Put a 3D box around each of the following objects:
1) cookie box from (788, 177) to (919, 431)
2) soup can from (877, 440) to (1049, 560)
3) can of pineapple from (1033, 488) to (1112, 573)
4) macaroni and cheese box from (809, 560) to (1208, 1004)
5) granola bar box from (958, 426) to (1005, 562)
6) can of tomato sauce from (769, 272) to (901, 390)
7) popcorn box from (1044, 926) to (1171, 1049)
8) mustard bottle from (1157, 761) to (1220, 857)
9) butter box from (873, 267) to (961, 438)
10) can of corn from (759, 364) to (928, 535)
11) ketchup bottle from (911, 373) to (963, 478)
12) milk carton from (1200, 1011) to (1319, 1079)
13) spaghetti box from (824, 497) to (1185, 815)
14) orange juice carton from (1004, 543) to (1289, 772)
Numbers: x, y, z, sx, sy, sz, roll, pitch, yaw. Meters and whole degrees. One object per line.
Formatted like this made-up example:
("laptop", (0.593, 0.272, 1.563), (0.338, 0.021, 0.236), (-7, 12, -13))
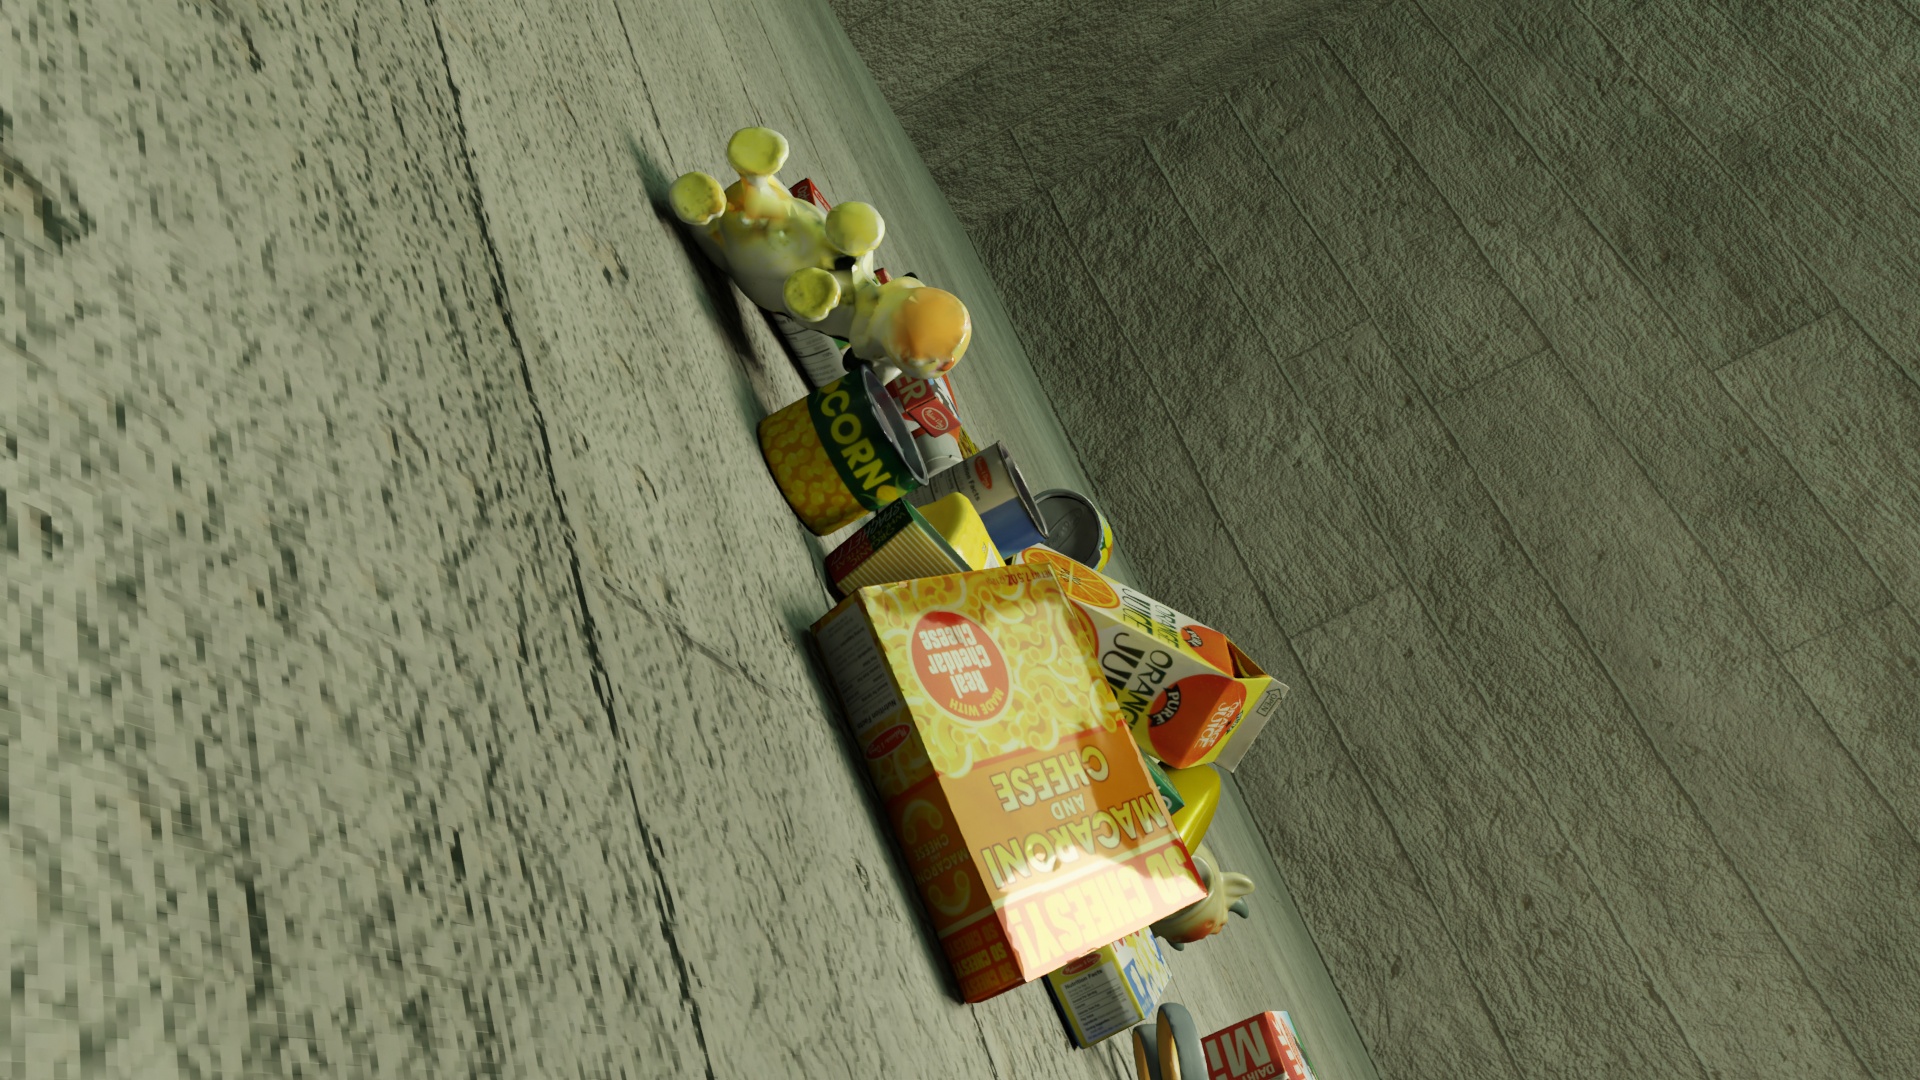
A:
("cookie box", (-0.080, -0.160, 0.956), (0.122, 0.040, 0.168), (55, 12, -37))
("soup can", (0.003, -0.011, 0.839), (0.071, 0.084, 0.071), (60, 9, -16))
("can of pineapple", (0.079, 0.000, 1.043), (0.071, 0.071, 0.058), (65, 9, 15))
("macaroni and cheese box", (0.022, 0.095, 0.591), (0.124, 0.040, 0.167), (-6, 66, -45))
("granola bar box", (0.021, -0.007, 1.083), (0.166, 0.039, 0.124), (66, 9, 24))
("can of tomato sauce", (-0.071, -0.133, 0.825), (0.083, 0.071, 0.071), (60, 9, -22))
("popcorn box", (0.068, 0.203, 0.717), (0.085, 0.038, 0.126), (63, 9, 14))
("mustard bottle", (0.109, 0.192, 0.842), (0.161, 0.049, 0.065), (-39, 147, -51))
("butter box", (-0.034, -0.121, 0.897), (0.104, 0.024, 0.053), (68, 11, 21))
("can of corn", (-0.057, -0.043, 0.673), (0.071, 0.058, 0.071), (60, 9, -15))
("ketchup bottle", (-0.028, -0.091, 1.015), (0.065, 0.043, 0.149), (20, 35, -35))
("milk carton", (0.170, 0.326, 0.821), (0.073, 0.072, 0.190), (67, 10, 24))
("spaghetti box", (0.030, 0.077, 0.711), (0.249, 0.050, 0.029), (47, 7, -30))
("orange juice carton", (0.104, 0.077, 0.870), (0.193, 0.071, 0.073), (26, 18, -3))
